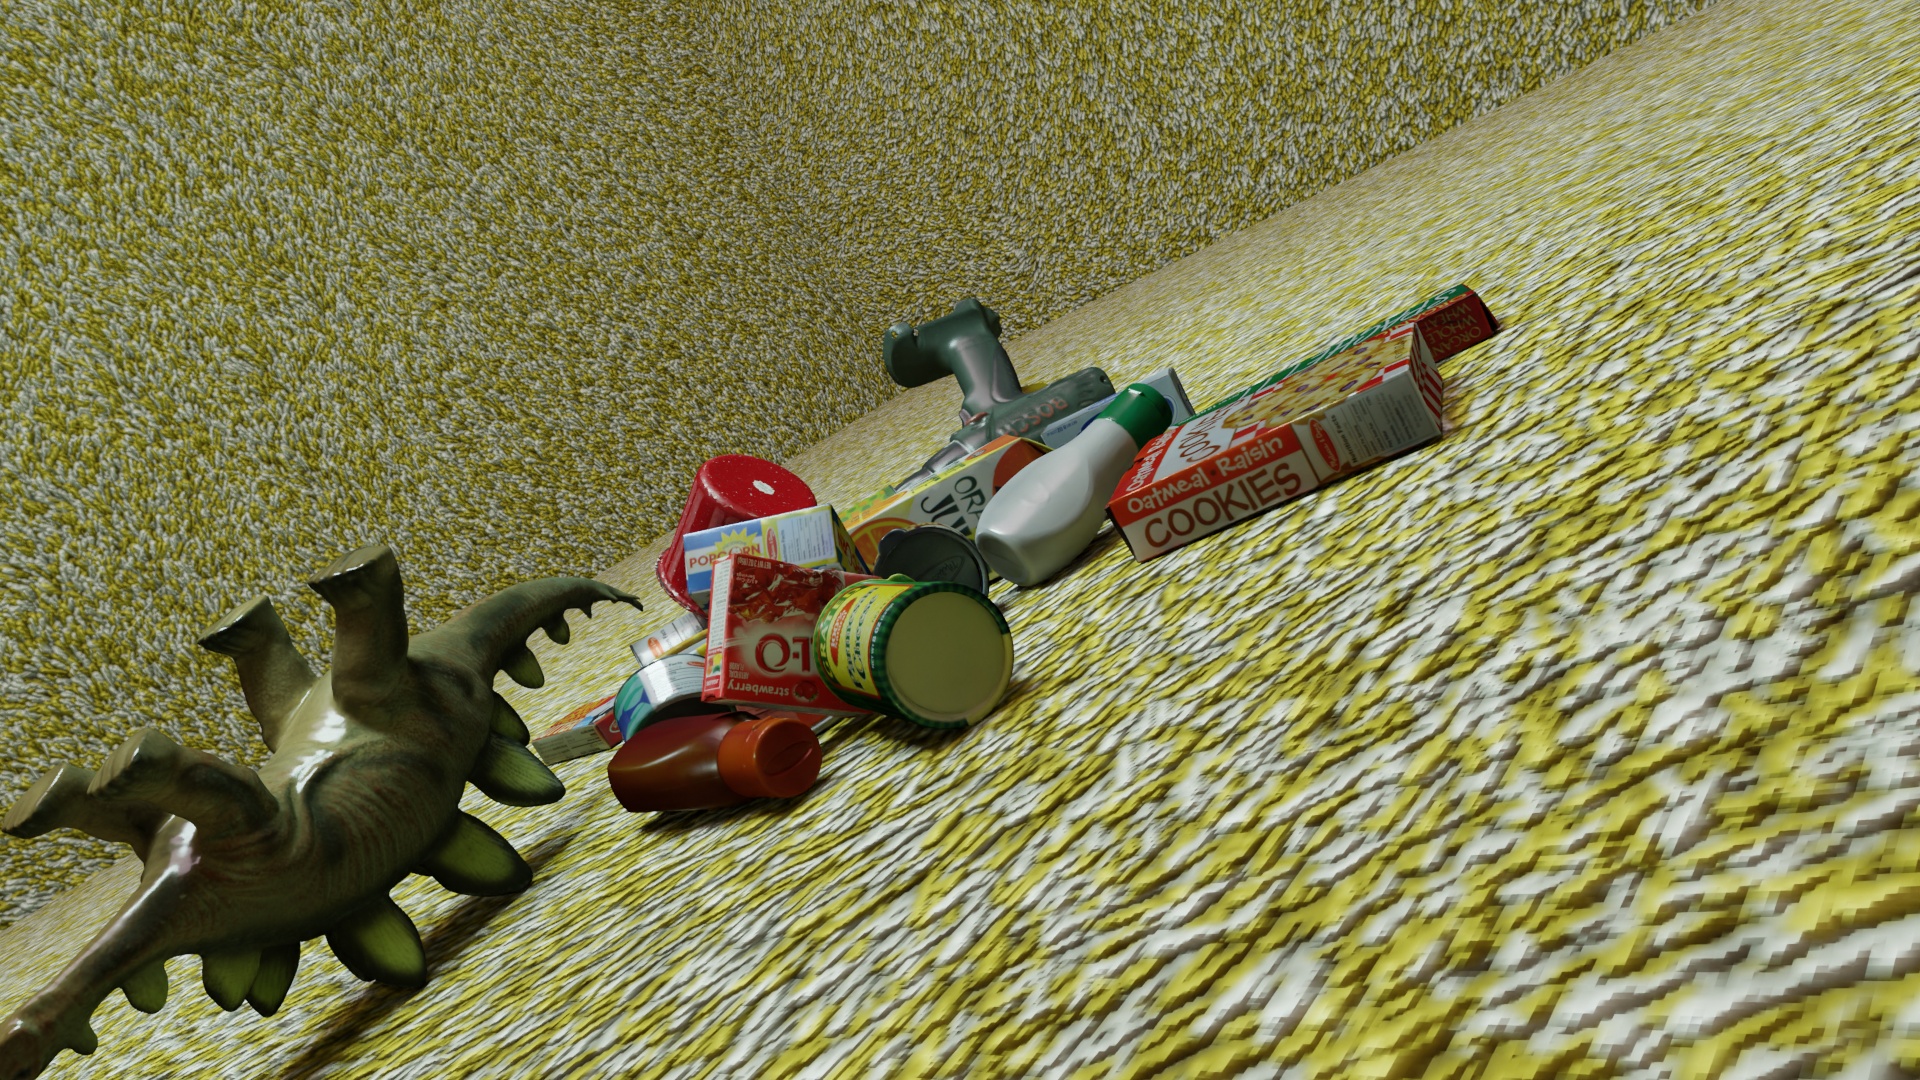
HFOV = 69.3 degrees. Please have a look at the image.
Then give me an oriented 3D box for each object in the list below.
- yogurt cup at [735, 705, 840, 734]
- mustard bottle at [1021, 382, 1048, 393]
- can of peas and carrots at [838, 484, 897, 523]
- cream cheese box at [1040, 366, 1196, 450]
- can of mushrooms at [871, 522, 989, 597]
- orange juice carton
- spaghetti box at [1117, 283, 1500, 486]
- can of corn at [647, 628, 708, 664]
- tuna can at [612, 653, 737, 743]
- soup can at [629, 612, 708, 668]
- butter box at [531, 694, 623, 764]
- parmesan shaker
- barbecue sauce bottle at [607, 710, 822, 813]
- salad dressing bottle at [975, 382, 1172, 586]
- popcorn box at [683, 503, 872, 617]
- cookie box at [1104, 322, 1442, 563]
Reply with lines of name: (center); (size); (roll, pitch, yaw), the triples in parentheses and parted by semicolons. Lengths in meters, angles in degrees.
yogurt cup: (-0.096, 0.078, 0.762); (0.072, 0.054, 0.072); (-29, 9, 5)
mustard bottle: (0.026, -0.081, 1.250); (0.161, 0.065, 0.049); (-37, 16, -25)
can of peas and carrots: (-0.062, 0.000, 1.054); (0.059, 0.071, 0.071); (-30, 9, -8)
cream cheese box: (0.115, -0.077, 0.986); (0.103, 0.053, 0.024); (-25, 12, 22)
can of mushrooms: (-0.019, 0.021, 0.792); (0.071, 0.071, 0.033); (-29, 7, -1)
orange juice carton: (0.003, -0.011, 0.897); (0.193, 0.073, 0.072); (-28, 7, -2)
spaghetti box: (0.205, -0.088, 0.860); (0.249, 0.028, 0.050); (-26, 10, 16)
can of corn: (-0.156, 0.090, 0.857); (0.071, 0.058, 0.071); (-27, 9, 5)
tuna can: (-0.161, 0.101, 0.789); (0.071, 0.070, 0.033); (-30, 47, -7)
soup can: (-0.171, 0.081, 0.944); (0.084, 0.071, 0.071); (-30, 9, -13)
butter box: (-0.277, 0.141, 1.050); (0.103, 0.024, 0.053); (-19, 13, 45)
parmesan shaker: (-0.023, 0.049, 0.655); (0.071, 0.071, 0.103); (-32, 9, -19)
barbecue sauce bottle: (-0.121, 0.110, 0.695); (0.065, 0.043, 0.148); (-29, 8, -36)
salad dressing bottle: (0.071, -0.037, 0.829); (0.064, 0.043, 0.148); (23, 57, 38)
popcorn box: (-0.097, 0.030, 0.796); (0.085, 0.038, 0.126); (-12, -26, 5)
cookie box: (0.169, -0.055, 0.744); (0.167, 0.040, 0.123); (-24, 10, 25)
